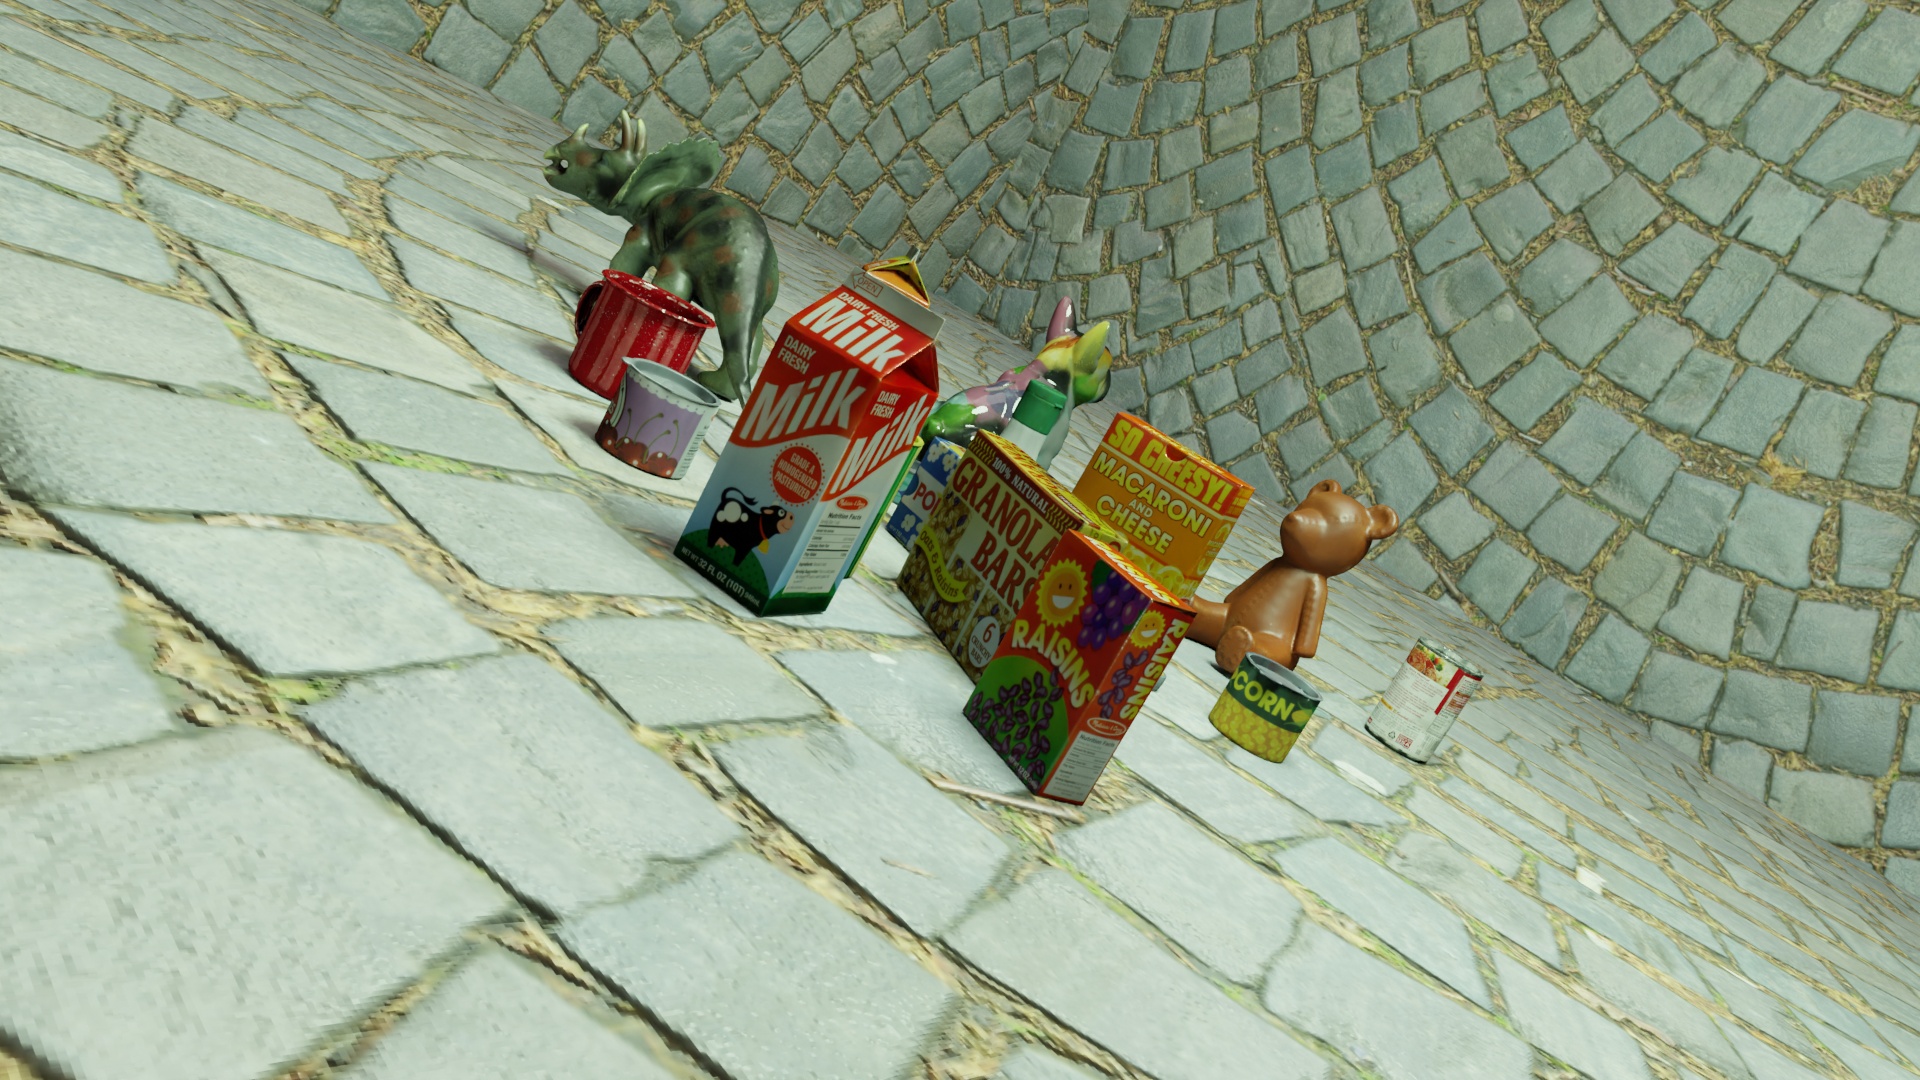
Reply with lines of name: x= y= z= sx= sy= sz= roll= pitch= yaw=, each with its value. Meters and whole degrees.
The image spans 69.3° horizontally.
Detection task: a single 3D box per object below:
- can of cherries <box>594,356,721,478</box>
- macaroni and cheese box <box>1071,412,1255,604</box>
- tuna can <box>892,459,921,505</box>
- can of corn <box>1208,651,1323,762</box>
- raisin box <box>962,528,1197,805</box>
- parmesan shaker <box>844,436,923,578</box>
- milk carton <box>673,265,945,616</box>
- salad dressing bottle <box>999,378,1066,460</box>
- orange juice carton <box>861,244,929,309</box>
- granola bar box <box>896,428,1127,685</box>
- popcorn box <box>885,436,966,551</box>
can of cherries: x=-0.205 y=-0.083 z=0.930 sx=0.071 sy=0.058 sz=0.071 roll=27 pitch=12 yaw=-6
macaroni and cheese box: x=0.139 y=-0.001 z=1.112 sx=0.124 sy=0.166 sz=0.040 roll=35 pitch=13 yaw=27
tuna can: x=-0.043 y=-0.050 z=1.223 sx=0.071 sy=0.032 sz=0.071 roll=27 pitch=12 yaw=-6
can of corn: x=0.229 y=0.126 z=1.048 sx=0.071 sy=0.058 sz=0.071 roll=27 pitch=12 yaw=-6
raisin box: x=0.063 y=0.068 z=0.756 sx=0.040 sy=0.123 sz=0.086 roll=20 pitch=14 yaw=-37
parmesan shaker: x=-0.076 y=-0.034 z=0.911 sx=0.071 sy=0.103 sz=0.071 roll=28 pitch=12 yaw=-6
milk carton: x=-0.078 y=-0.056 z=0.789 sx=0.072 sy=0.190 sz=0.073 roll=34 pitch=12 yaw=22
salad dressing bottle: x=0.044 y=-0.070 z=1.228 sx=0.044 sy=0.147 sz=0.064 roll=37 pitch=14 yaw=34
orange juice carton: x=-0.089 y=-0.211 z=1.402 sx=0.073 sy=0.192 sz=0.072 roll=26 pitch=12 yaw=-13
granola bar box: x=0.027 y=0.014 z=0.897 sx=0.039 sy=0.124 sz=0.166 roll=22 pitch=13 yaw=-31
popcorn box: x=0.004 y=-0.013 z=1.051 sx=0.038 sy=0.085 sz=0.127 roll=19 pitch=15 yaw=-39
